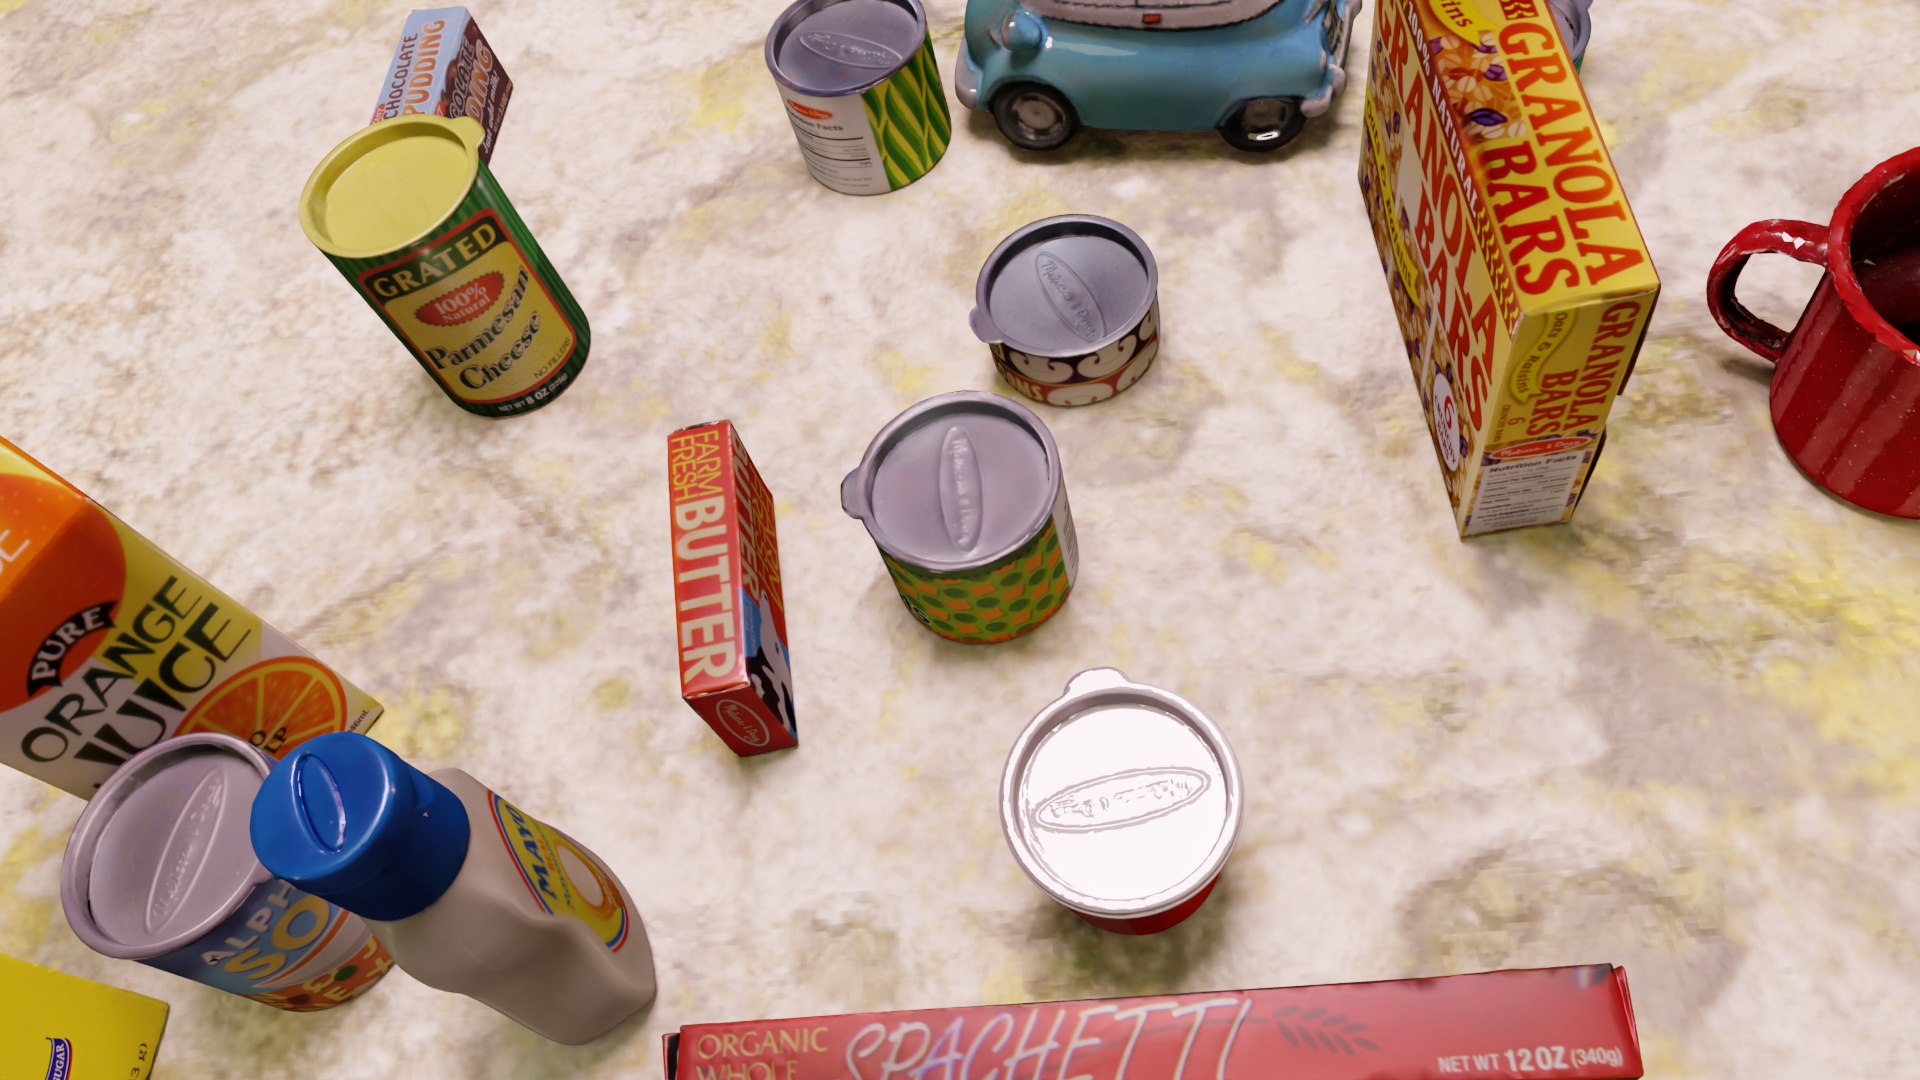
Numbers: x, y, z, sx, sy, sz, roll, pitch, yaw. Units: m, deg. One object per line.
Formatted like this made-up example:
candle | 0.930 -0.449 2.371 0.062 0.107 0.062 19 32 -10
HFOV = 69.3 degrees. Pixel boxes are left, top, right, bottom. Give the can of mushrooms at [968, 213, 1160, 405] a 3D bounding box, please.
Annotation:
can of mushrooms | 0.038 -0.084 0.513 0.071 0.033 0.071 -5 60 9

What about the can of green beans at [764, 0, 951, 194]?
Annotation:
can of green beans | -0.041 -0.186 0.573 0.071 0.057 0.071 -5 60 9

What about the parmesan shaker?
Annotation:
parmesan shaker | -0.189 -0.103 0.530 0.071 0.102 0.071 -5 60 9

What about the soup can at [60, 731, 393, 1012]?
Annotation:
soup can | -0.215 0.105 0.429 0.071 0.083 0.071 -5 60 9

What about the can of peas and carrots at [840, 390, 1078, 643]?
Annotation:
can of peas and carrots | 0.002 -0.006 0.462 0.071 0.058 0.071 -5 60 9

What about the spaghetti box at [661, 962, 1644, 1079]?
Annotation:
spaghetti box | 0.046 0.141 0.374 0.250 0.050 0.029 -7 60 8

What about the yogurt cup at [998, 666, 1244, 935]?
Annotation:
yogurt cup | 0.048 0.082 0.405 0.072 0.053 0.073 -5 60 9

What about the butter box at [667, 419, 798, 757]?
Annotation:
butter box | -0.077 0.015 0.469 0.024 0.053 0.104 -13 59 5

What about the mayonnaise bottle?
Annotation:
mayonnaise bottle | -0.133 0.095 0.380 0.041 0.147 0.065 -32 60 -7

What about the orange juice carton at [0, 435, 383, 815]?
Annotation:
orange juice carton | -0.271 0.028 0.421 0.073 0.192 0.072 26 69 23

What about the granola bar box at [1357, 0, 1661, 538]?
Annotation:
granola bar box | 0.167 -0.103 0.444 0.039 0.123 0.166 -8 60 7

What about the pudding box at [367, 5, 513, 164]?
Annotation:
pudding box | -0.232 -0.191 0.620 0.030 0.049 0.084 -2 61 11

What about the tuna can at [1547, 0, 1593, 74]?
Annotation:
tuna can | 0.208 -0.187 0.537 0.071 0.032 0.071 -5 60 9
